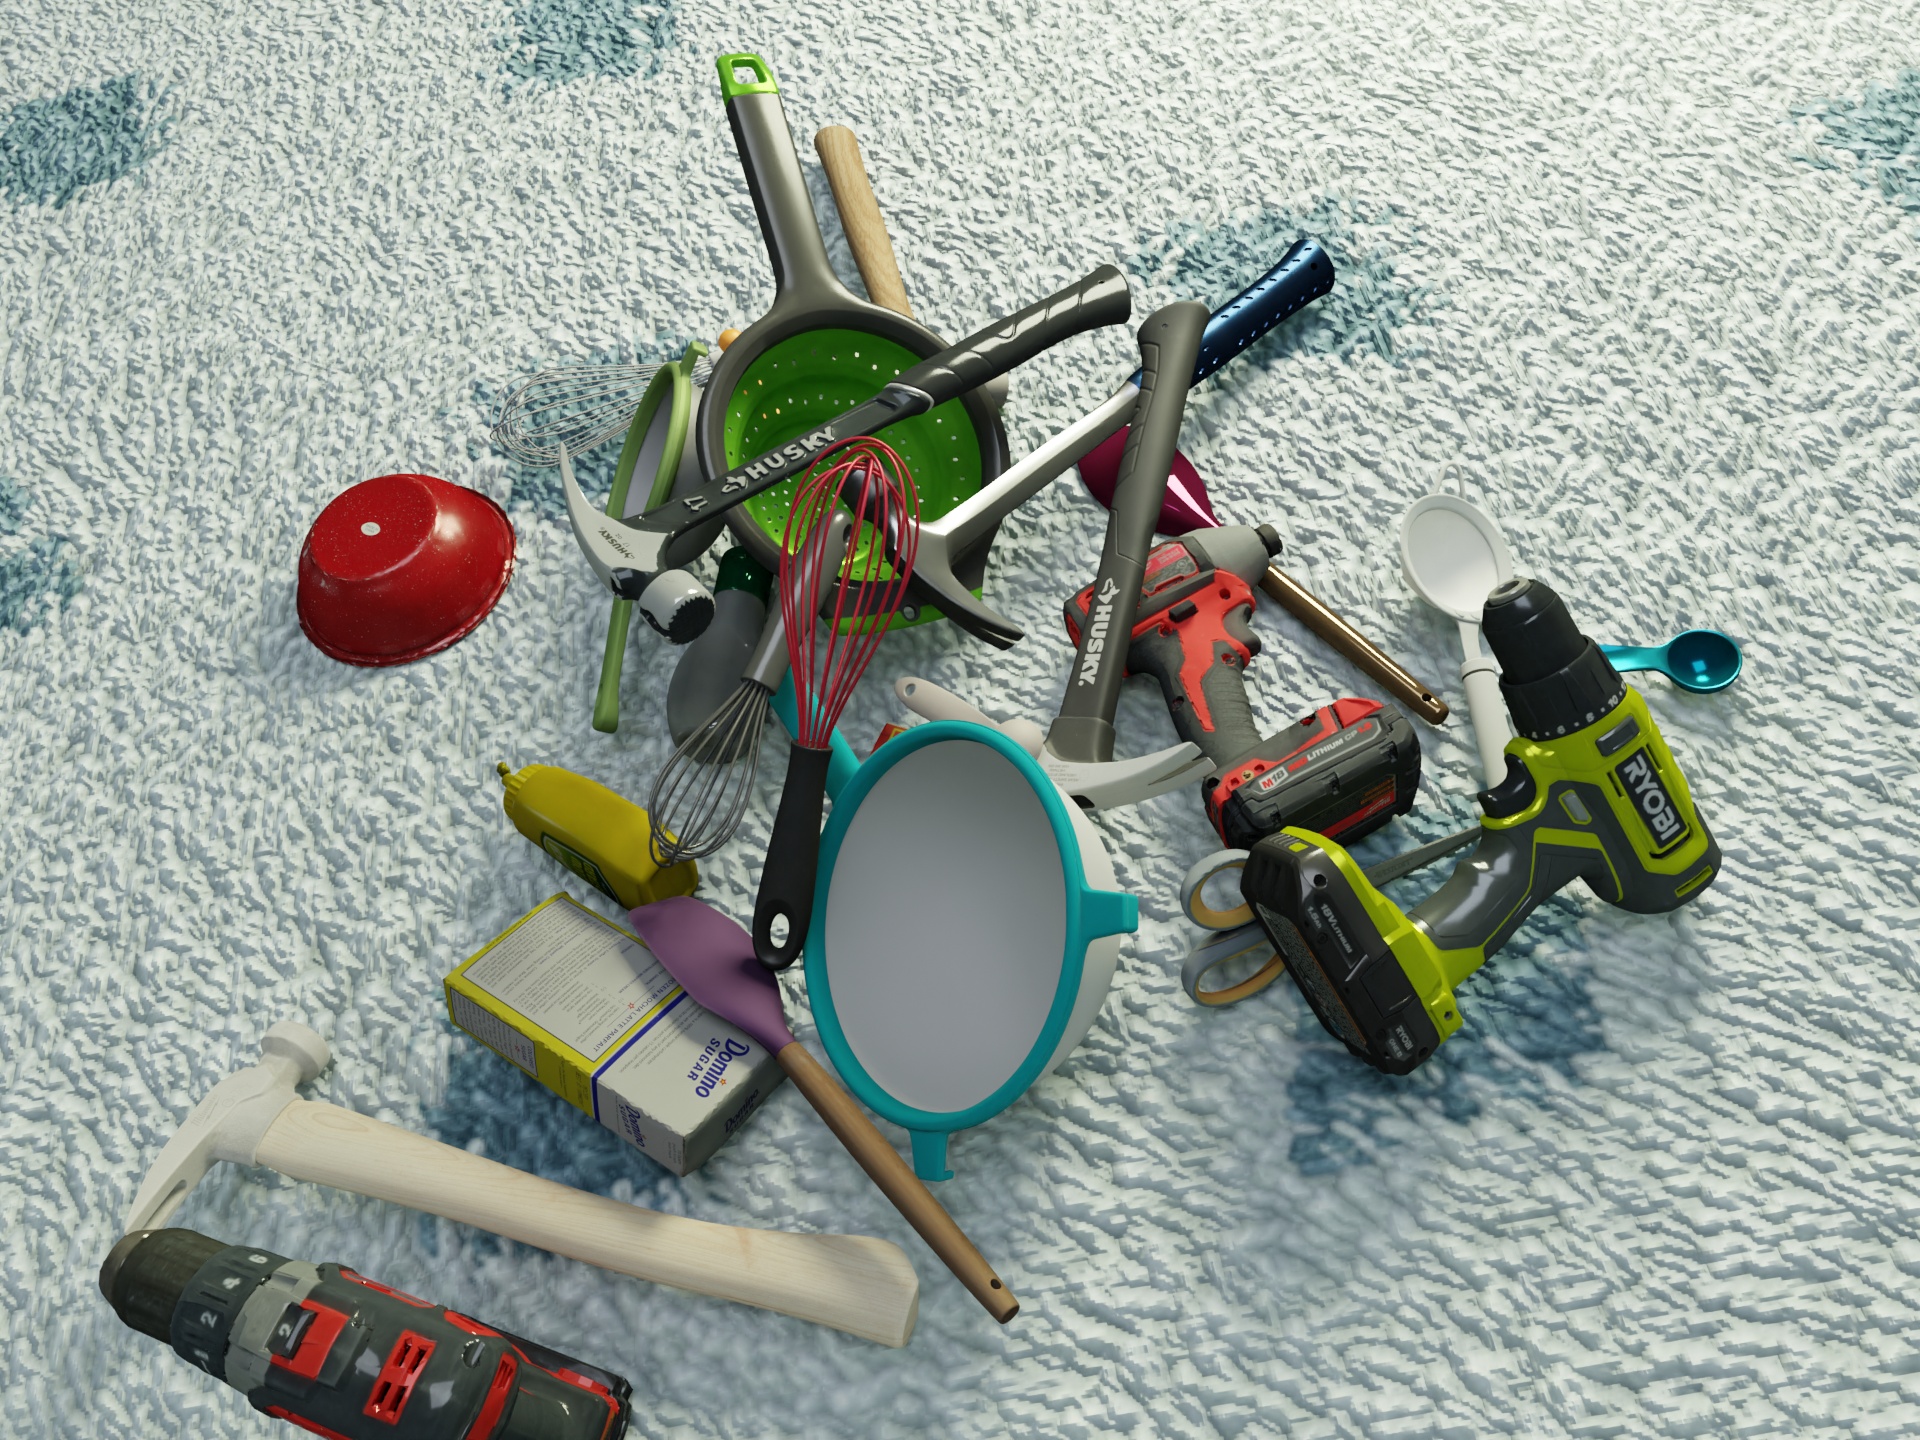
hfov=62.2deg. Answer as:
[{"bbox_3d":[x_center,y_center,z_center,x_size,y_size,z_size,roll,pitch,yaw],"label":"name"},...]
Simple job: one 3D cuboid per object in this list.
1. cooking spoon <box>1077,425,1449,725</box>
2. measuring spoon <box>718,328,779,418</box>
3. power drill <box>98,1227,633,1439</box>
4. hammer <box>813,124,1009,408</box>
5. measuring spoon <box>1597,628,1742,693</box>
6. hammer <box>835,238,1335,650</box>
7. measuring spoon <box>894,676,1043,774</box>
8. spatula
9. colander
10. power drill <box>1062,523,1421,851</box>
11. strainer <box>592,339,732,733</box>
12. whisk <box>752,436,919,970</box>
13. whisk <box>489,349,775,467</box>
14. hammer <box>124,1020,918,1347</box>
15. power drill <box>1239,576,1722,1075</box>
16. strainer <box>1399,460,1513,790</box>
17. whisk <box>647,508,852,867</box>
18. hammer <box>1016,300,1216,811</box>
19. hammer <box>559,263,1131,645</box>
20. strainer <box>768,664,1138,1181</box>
[{"bbox_3d":[0.188,-0.099,1.017,0.069,0.017,0.319,-36,59,-13],"label":"cooking spoon"},{"bbox_3d":[-0.141,-0.229,1.130,0.021,0.011,0.117,-25,82,-15],"label":"measuring spoon"},{"bbox_3d":[-0.261,0.295,0.719,0.188,0.226,0.080,13,61,17],"label":"power drill"},{"bbox_3d":[-0.067,-0.347,1.193,0.130,0.031,0.332,-2,50,-19],"label":"hammer"},{"bbox_3d":[0.393,-0.032,0.946,0.128,0.021,0.042,1,59,21],"label":"measuring spoon"},{"bbox_3d":[0.111,-0.201,1.043,0.405,0.035,0.144,-39,92,-24],"label":"hammer"},{"bbox_3d":[-0.001,-0.003,0.918,0.124,0.018,0.034,28,83,42],"label":"measuring spoon"},{"bbox_3d":[-0.073,0.188,0.824,0.059,0.018,0.316,-12,41,-40],"label":"spatula"},{"bbox_3d":[-0.101,-0.238,1.043,0.204,0.094,0.397,-14,82,-23],"label":"colander"},{"bbox_3d":[0.168,-0.025,0.939,0.143,0.078,0.220,-29,54,-4],"label":"power drill"},{"bbox_3d":[-0.191,-0.109,1.048,0.069,0.151,0.256,14,69,-25],"label":"strainer"},{"bbox_3d":[-0.076,-0.005,0.857,0.073,0.073,0.296,14,99,17],"label":"whisk"},{"bbox_3d":[-0.203,-0.248,1.155,0.284,0.070,0.070,-20,57,-9],"label":"whisk"},{"bbox_3d":[-0.223,0.263,0.827,0.411,0.038,0.146,11,40,13],"label":"hammer"},{"bbox_3d":[0.265,0.055,0.825,0.228,0.080,0.190,-34,102,-8],"label":"power drill"},{"bbox_3d":[0.303,-0.035,0.945,0.086,0.050,0.259,8,60,-23],"label":"strainer"},{"bbox_3d":[-0.118,-0.022,0.917,0.055,0.055,0.239,18,71,19],"label":"whisk"},{"bbox_3d":[0.103,-0.104,0.938,0.146,0.035,0.335,1,66,34],"label":"hammer"},{"bbox_3d":[-0.050,-0.187,0.954,0.409,0.036,0.149,-33,60,-27],"label":"hammer"},{"bbox_3d":[-0.015,0.071,0.889,0.211,0.095,0.341,-57,45,22],"label":"strainer"}]
